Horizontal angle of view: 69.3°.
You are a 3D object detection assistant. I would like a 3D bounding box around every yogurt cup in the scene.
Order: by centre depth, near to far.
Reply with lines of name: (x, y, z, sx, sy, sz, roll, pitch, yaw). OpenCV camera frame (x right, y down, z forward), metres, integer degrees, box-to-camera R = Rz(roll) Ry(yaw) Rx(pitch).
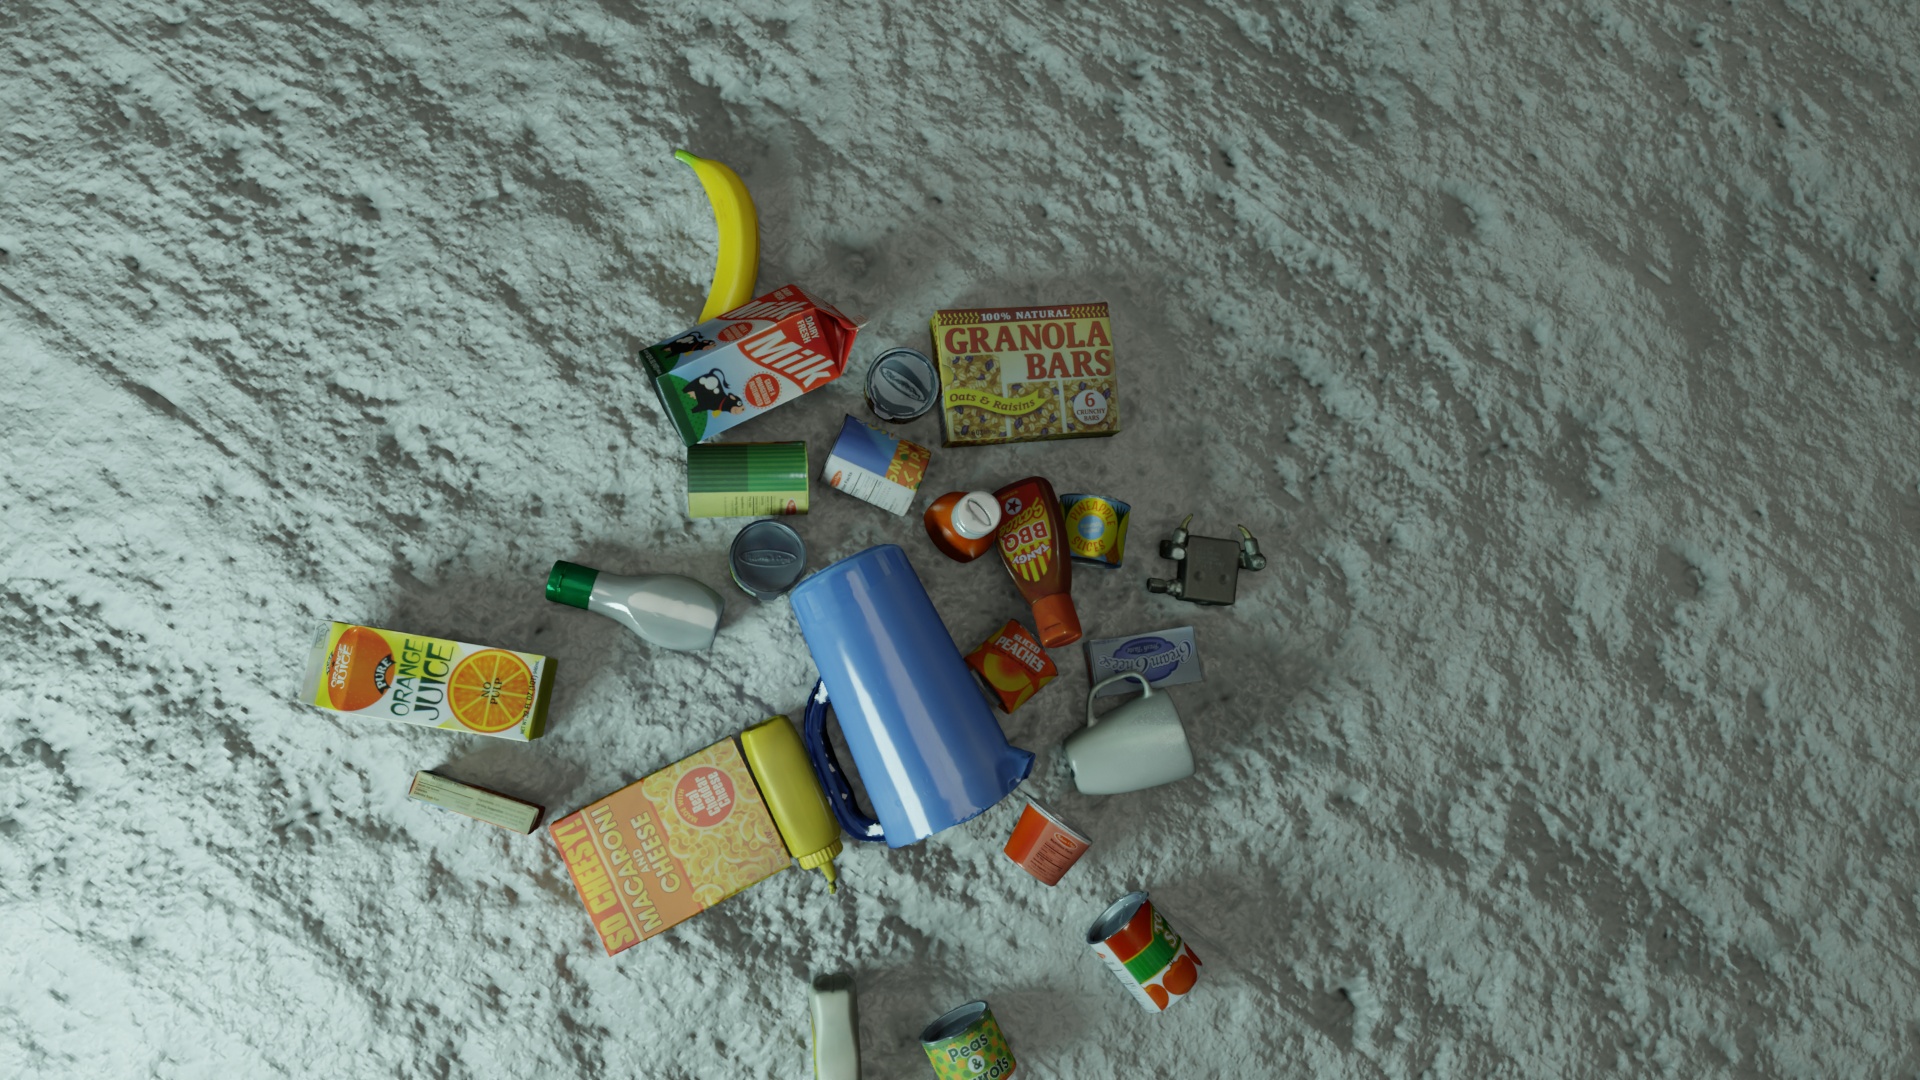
yogurt cup: (0.075, 0.268, 1.227, 0.072, 0.072, 0.054, 35, 87, -4)

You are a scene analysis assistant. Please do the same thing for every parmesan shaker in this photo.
parmesan shaker: (-0.186, -0.055, 1.216, 0.103, 0.071, 0.071, -1, 84, -10)

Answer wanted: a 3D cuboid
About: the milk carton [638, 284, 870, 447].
milk carton: (-0.175, -0.163, 1.218, 0.191, 0.072, 0.073, -27, 124, -12)

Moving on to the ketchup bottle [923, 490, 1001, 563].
ketchup bottle: (0.004, -0.015, 1.205, 0.043, 0.148, 0.064, -41, 92, -10)

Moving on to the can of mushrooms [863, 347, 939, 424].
can of mushrooms: (-0.056, -0.139, 1.268, 0.071, 0.033, 0.071, 1, 83, -10)

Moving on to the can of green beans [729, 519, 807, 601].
can of green beans: (-0.169, 0.017, 1.217, 0.071, 0.057, 0.071, 1, 83, -10)

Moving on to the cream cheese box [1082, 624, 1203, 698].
cream cheese box: (0.168, 0.111, 1.281, 0.104, 0.024, 0.053, -8, 85, -11)

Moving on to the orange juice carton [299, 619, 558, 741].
orange juice carton: (-0.441, 0.115, 1.150, 0.193, 0.073, 0.072, 10, 82, -8)

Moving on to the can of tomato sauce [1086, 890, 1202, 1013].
can of tomato sauce: (0.164, 0.363, 1.228, 0.071, 0.071, 0.083, -41, 92, -12)

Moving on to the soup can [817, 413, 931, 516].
soup can: (-0.076, -0.069, 1.241, 0.084, 0.071, 0.071, 23, 80, -7)

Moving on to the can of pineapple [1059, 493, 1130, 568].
can of pineapple: (0.119, -0.008, 1.264, 0.071, 0.071, 0.058, 11, 82, -8)

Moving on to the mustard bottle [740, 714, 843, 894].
mustard bottle: (-0.138, 0.229, 1.196, 0.049, 0.065, 0.160, -24, 93, -14)

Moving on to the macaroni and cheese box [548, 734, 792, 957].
macaroni and cheese box: (-0.245, 0.258, 1.183, 0.167, 0.040, 0.123, -25, 88, -12)

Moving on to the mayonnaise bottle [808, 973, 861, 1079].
mayonnaise bottle: (-0.104, 0.448, 1.175, 0.041, 0.064, 0.148, -3, 87, -7)

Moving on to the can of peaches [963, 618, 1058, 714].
can of peaches: (0.044, 0.112, 1.236, 0.058, 0.071, 0.071, -38, 91, -11)

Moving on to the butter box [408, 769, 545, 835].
butter box: (-0.401, 0.218, 1.155, 0.103, 0.053, 0.024, 20, 78, -8)

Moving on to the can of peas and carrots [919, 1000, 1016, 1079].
can of peas and carrots: (0.007, 0.438, 1.190, 0.071, 0.071, 0.058, -27, 89, -12)

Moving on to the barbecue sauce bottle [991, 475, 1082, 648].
barbecue sauce bottle: (0.070, 0.020, 1.225, 0.065, 0.043, 0.149, -24, 67, 19)

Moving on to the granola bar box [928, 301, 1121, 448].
granola bar box: (0.060, -0.154, 1.287, 0.166, 0.039, 0.124, -5, 84, -11)

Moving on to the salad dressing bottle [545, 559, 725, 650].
salad dressing bottle: (-0.281, 0.053, 1.201, 0.148, 0.044, 0.064, 16, 83, -7)
